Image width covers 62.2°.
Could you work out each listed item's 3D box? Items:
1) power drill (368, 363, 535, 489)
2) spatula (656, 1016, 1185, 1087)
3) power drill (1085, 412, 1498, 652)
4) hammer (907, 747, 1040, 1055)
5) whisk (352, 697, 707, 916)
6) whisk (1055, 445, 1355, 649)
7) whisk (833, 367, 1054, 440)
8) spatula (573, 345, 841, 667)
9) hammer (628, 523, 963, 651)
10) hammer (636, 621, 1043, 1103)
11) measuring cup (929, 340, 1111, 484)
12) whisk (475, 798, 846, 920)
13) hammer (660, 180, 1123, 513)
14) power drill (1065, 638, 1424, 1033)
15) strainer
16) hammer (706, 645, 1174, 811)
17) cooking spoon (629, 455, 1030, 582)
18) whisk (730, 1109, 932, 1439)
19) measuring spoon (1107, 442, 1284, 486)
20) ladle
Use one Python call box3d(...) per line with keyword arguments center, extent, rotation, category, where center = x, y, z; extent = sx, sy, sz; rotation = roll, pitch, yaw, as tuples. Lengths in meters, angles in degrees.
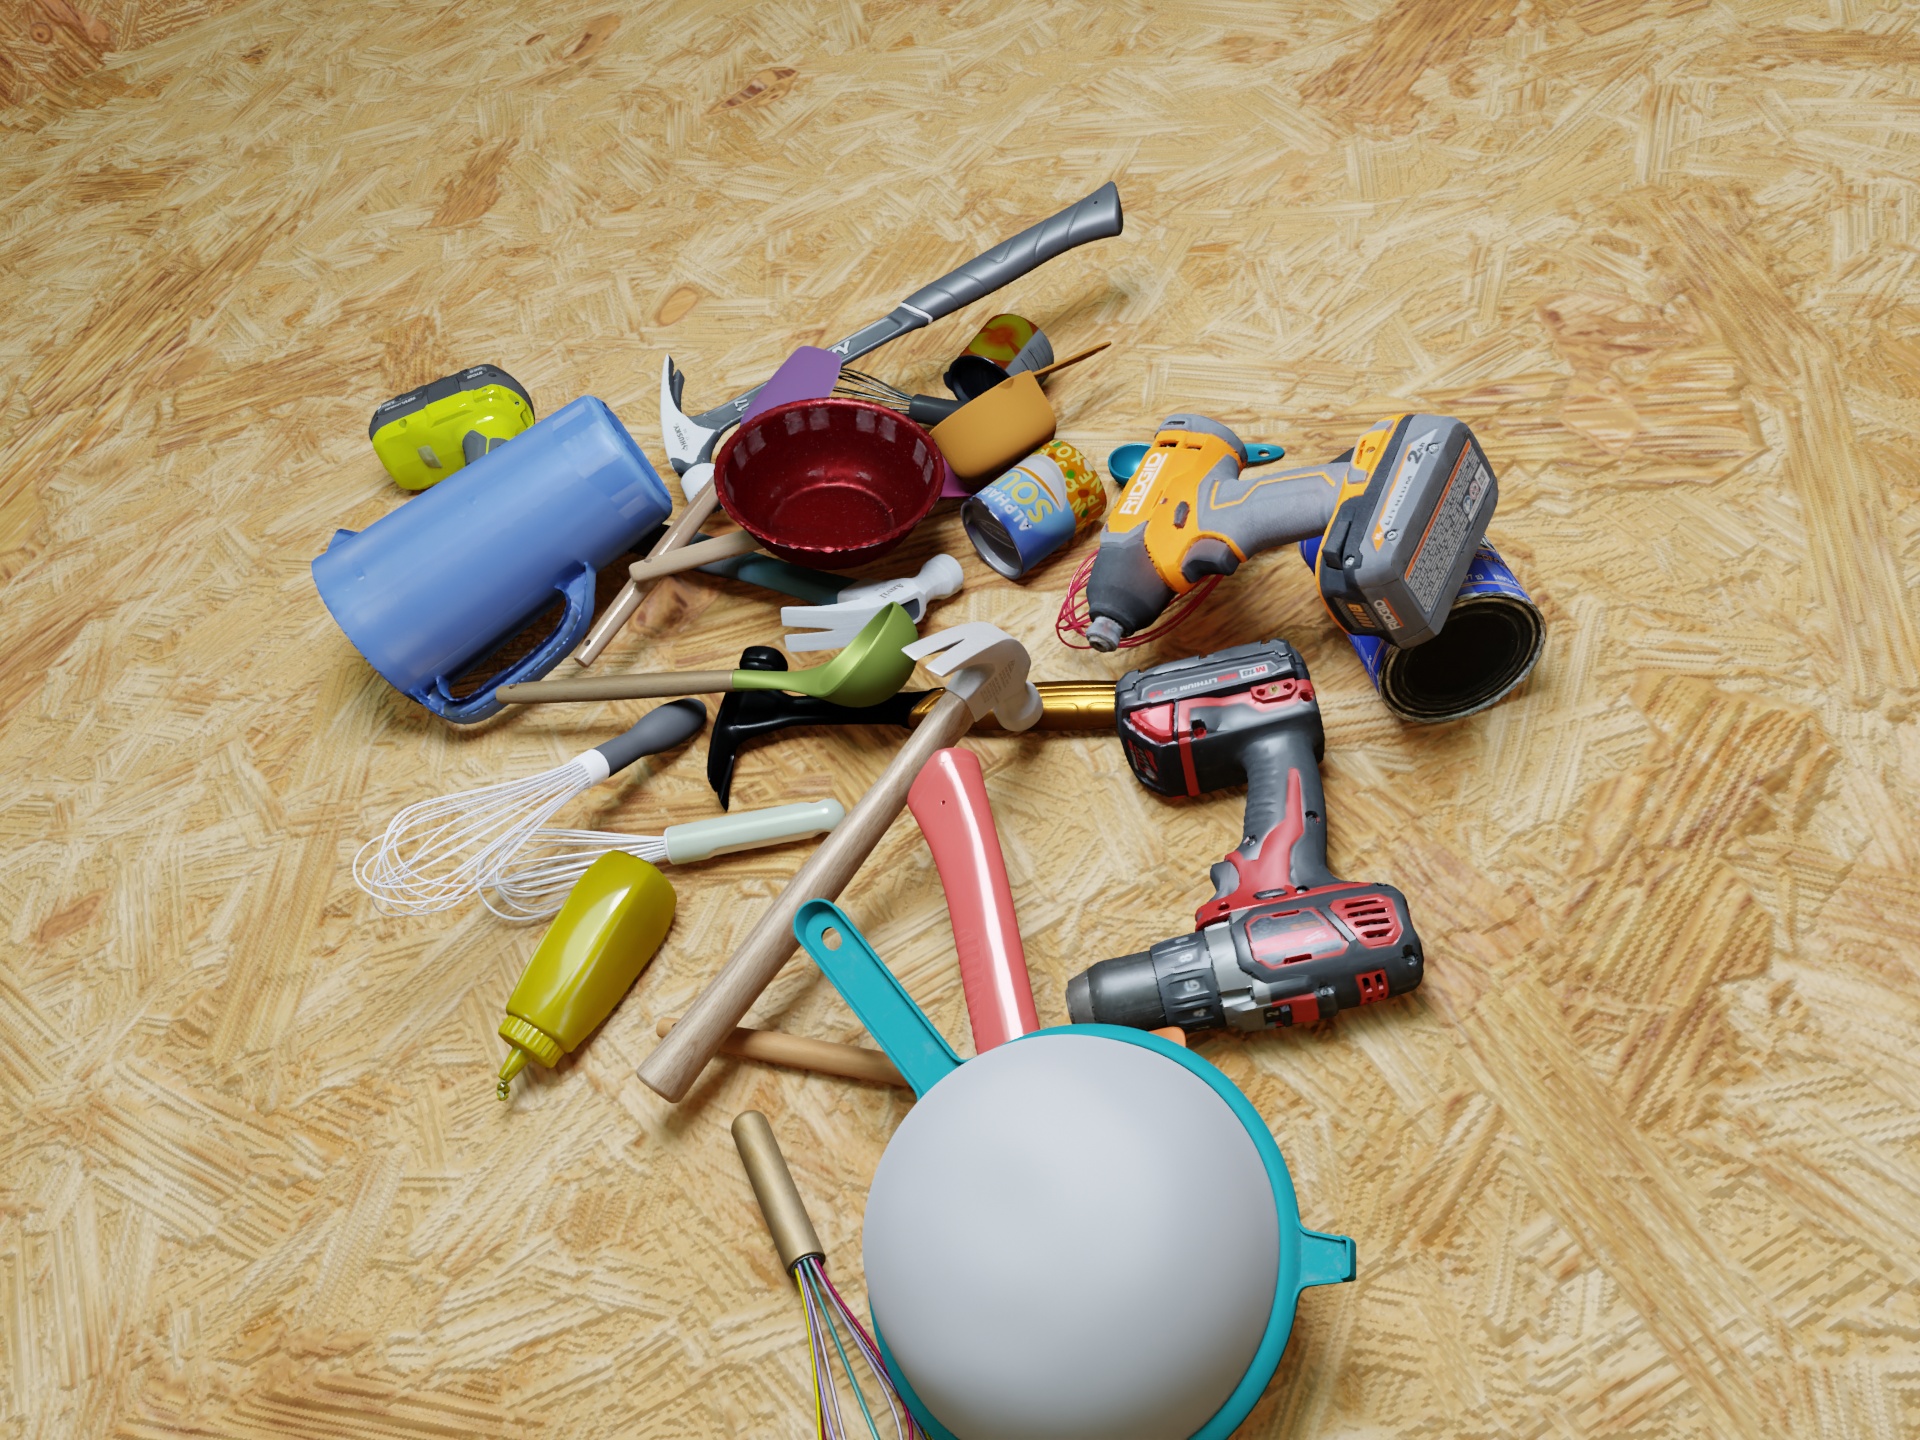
box3d(center=(-0.417, -0.186, 1.315), extent=(0.171, 0.080, 0.223), rotation=(-21, 49, -2), category="power drill")
box3d(center=(-0.033, 0.189, 0.871), extent=(0.323, 0.041, 0.081), rotation=(4, 64, 23), category="spatula")
box3d(center=(0.177, -0.103, 0.930), extent=(0.227, 0.084, 0.164), rotation=(9, 63, 46), category="power drill")
box3d(center=(0.034, 0.168, 0.815), extent=(0.149, 0.036, 0.359), rotation=(-21, 56, 14), category="hammer")
box3d(center=(-0.261, 0.044, 1.012), extent=(0.070, 0.070, 0.284), rotation=(16, 31, 29), category="whisk")
box3d(center=(0.188, -0.125, 1.073), extent=(0.296, 0.073, 0.073), rotation=(-29, 47, -16), category="whisk")
box3d(center=(-0.034, -0.244, 1.263), extent=(0.239, 0.055, 0.055), rotation=(15, 55, 24), category="whisk")
box3d(center=(-0.184, -0.163, 1.173), extent=(0.060, 0.018, 0.316), rotation=(22, 67, 29), category="spatula")
box3d(center=(-0.164, -0.117, 1.184), extent=(0.331, 0.033, 0.128), rotation=(18, 38, 35), category="hammer")
box3d(center=(-0.069, 0.077, 0.913), extent=(0.031, 0.129, 0.331), rotation=(31, 75, 28), category="hammer")
box3d(center=(0.059, -0.230, 1.179), extent=(0.173, 0.052, 0.095), rotation=(-31, 3, -26), category="measuring cup")
box3d(center=(-0.193, 0.083, 1.022), extent=(0.246, 0.057, 0.059), rotation=(-11, 81, 5), category="whisk")
box3d(center=(-0.055, -0.313, 1.251), extent=(0.409, 0.036, 0.149), rotation=(-28, 59, 3), category="hammer")
box3d(center=(0.141, 0.074, 0.898), extent=(0.188, 0.080, 0.227), rotation=(-13, 49, 7), category="power drill")
box3d(center=(0.001, 0.188, 0.739), extent=(0.211, 0.095, 0.341), rotation=(-43, 55, -1), category="strainer")
box3d(center=(-0.002, -0.003, 1.039), extent=(0.337, 0.034, 0.127), rotation=(-2, 48, 16), category="hammer")
box3d(center=(-0.090, -0.152, 1.172), extent=(0.319, 0.017, 0.069), rotation=(-19, 43, -18), category="cooking spoon")
box3d(center=(-0.073, 0.290, 0.793), extent=(0.047, 0.051, 0.245), rotation=(-32, 44, -3), category="whisk")
box3d(center=(0.172, -0.186, 1.165), extent=(0.128, 0.021, 0.042), rotation=(-4, 47, 3), category="measuring spoon")
box3d(center=(-0.178, -0.035, 1.066), extent=(0.320, 0.062, 0.078), rotation=(-3, 35, 19), category="ladle")
